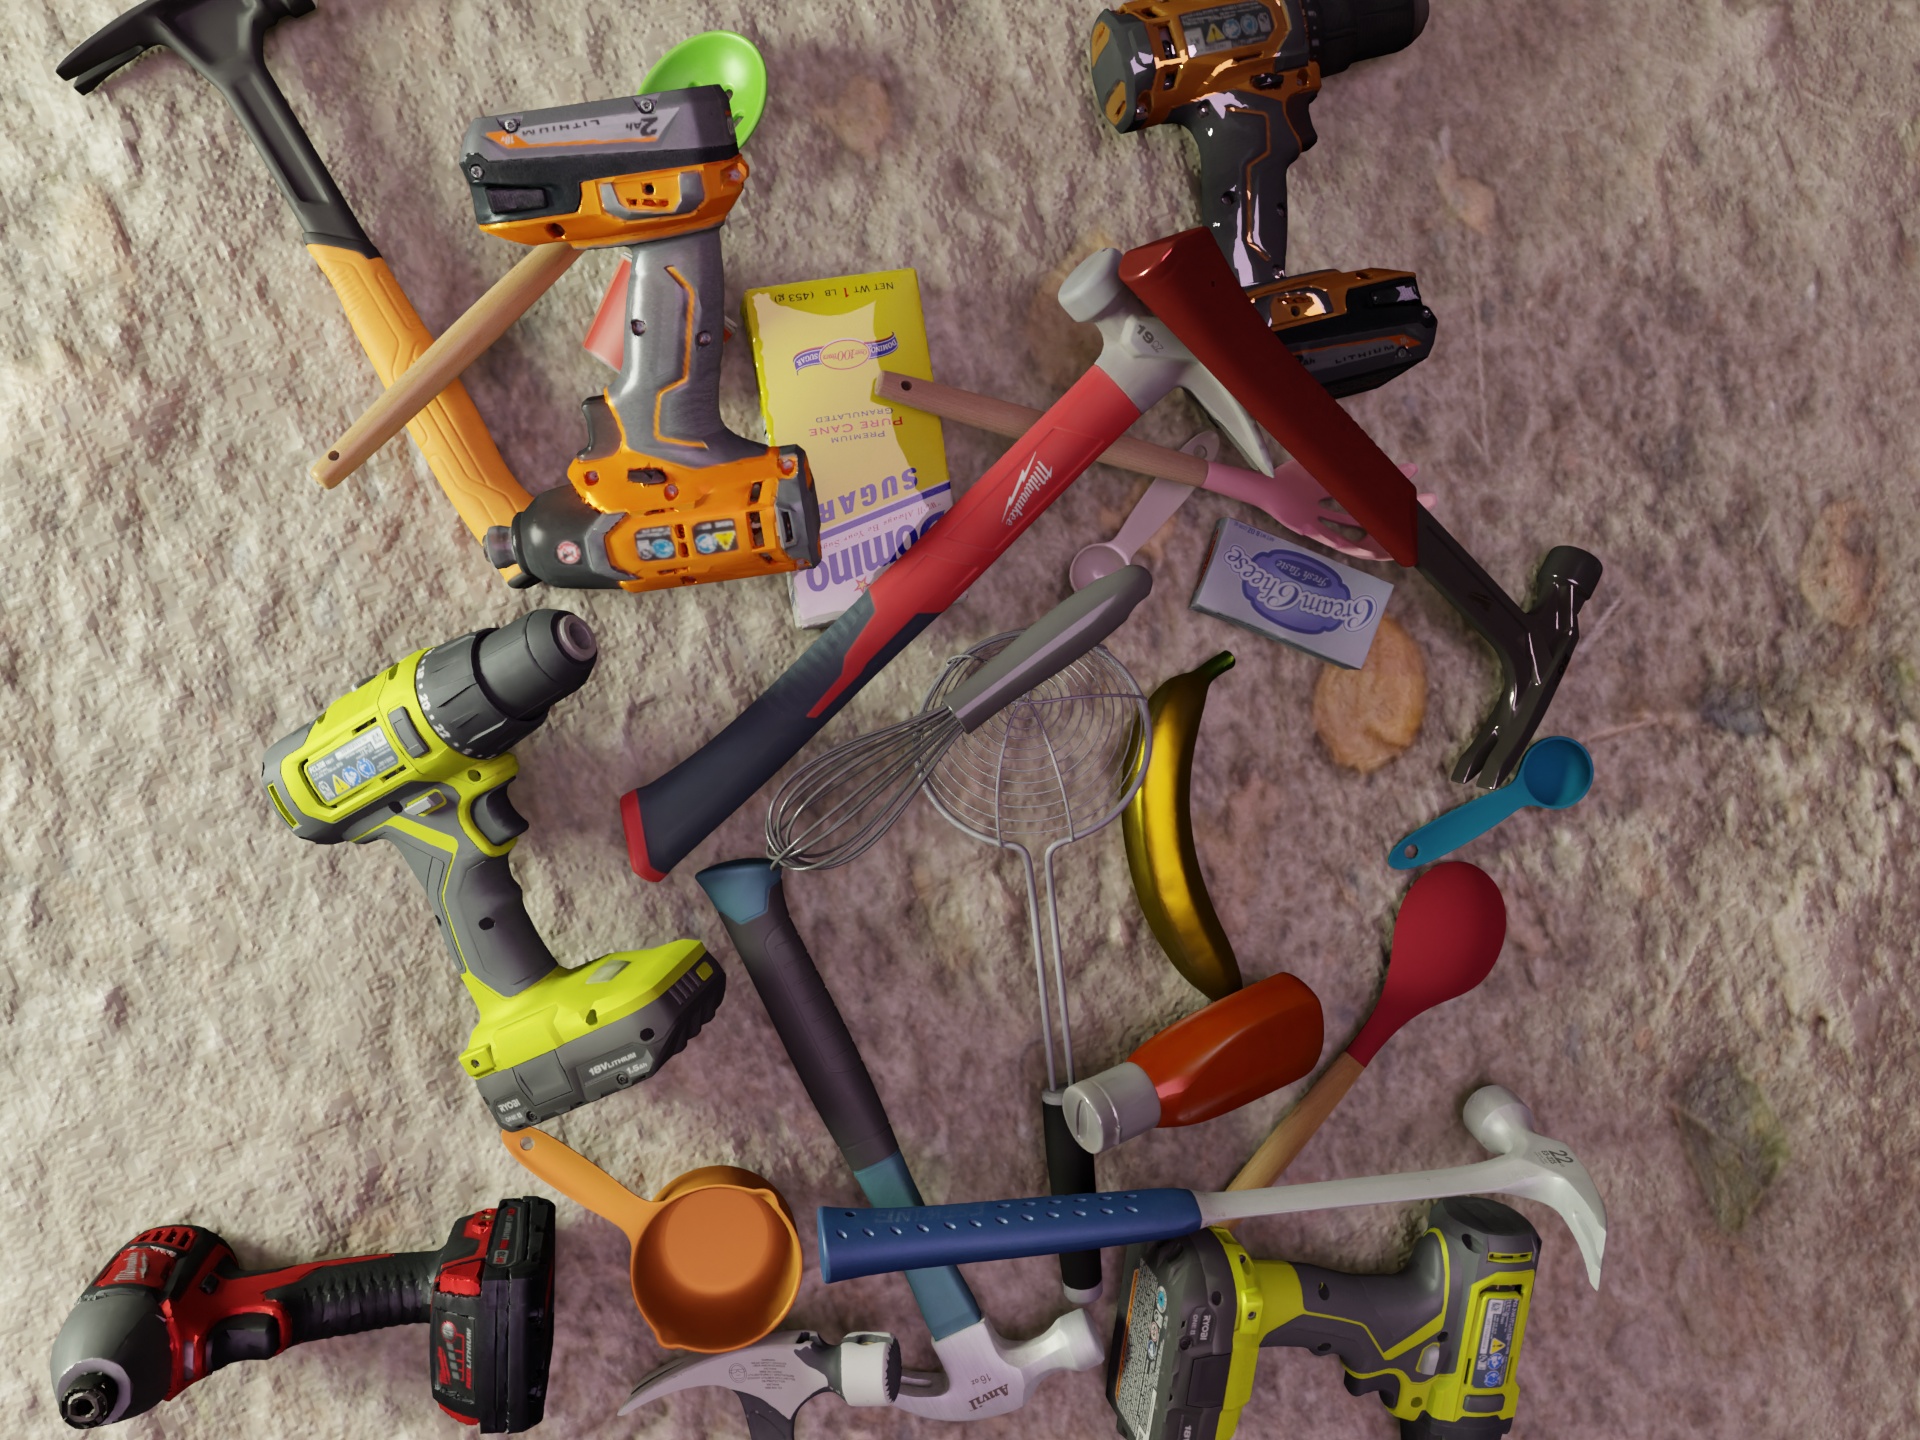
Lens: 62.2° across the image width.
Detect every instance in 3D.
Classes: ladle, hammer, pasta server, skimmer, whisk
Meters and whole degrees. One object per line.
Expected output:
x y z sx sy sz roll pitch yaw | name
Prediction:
0.204 0.210 0.895 0.069 0.031 0.315 40 87 -9 | ladle
0.131 0.251 0.813 0.405 0.144 0.035 -3 107 -10 | hammer
-0.018 -0.050 0.808 0.386 0.038 0.143 -44 111 4 | hammer
0.108 -0.140 0.844 0.316 0.040 0.060 12 78 -17 | pasta server
-0.087 0.521 0.845 0.149 0.036 0.409 -4 96 11 | hammer
0.051 0.134 0.867 0.127 0.090 0.363 -5 103 5 | skimmer
0.203 -0.113 0.811 0.358 0.037 0.149 36 78 -30 | hammer
-0.050 0.221 0.848 0.128 0.033 0.331 -26 93 2 | hammer
-0.307 -0.213 0.803 0.127 0.034 0.337 -31 96 -7 | hammer
-0.001 -0.002 0.789 0.239 0.055 0.055 -37 96 -3 | whisk

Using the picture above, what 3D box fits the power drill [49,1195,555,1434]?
-0.310 0.289 0.764 0.219 0.143 0.078 1 94 -11 | power drill

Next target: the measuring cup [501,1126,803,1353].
-0.162 0.254 0.830 0.173 0.052 0.095 35 87 -6 | measuring cup

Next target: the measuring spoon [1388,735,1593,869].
0.300 0.050 0.912 0.128 0.021 0.042 -29 96 3 | measuring spoon

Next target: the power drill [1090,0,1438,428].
0.185 -0.289 0.854 0.185 0.084 0.226 -16 89 -9 | power drill

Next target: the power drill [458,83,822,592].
-0.162 -0.169 0.747 0.164 0.084 0.226 -8 112 0 | power drill

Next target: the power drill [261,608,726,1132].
-0.213 0.069 0.773 0.190 0.080 0.228 -25 98 24 | power drill

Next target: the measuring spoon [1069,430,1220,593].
0.103 -0.113 0.879 0.034 0.018 0.124 41 79 -7 | measuring spoon

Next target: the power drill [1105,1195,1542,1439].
0.200 0.350 0.867 0.223 0.080 0.171 5 99 -16 | power drill

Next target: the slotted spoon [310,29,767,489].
-0.209 -0.231 0.799 0.070 0.031 0.314 38 77 15 | slotted spoon
